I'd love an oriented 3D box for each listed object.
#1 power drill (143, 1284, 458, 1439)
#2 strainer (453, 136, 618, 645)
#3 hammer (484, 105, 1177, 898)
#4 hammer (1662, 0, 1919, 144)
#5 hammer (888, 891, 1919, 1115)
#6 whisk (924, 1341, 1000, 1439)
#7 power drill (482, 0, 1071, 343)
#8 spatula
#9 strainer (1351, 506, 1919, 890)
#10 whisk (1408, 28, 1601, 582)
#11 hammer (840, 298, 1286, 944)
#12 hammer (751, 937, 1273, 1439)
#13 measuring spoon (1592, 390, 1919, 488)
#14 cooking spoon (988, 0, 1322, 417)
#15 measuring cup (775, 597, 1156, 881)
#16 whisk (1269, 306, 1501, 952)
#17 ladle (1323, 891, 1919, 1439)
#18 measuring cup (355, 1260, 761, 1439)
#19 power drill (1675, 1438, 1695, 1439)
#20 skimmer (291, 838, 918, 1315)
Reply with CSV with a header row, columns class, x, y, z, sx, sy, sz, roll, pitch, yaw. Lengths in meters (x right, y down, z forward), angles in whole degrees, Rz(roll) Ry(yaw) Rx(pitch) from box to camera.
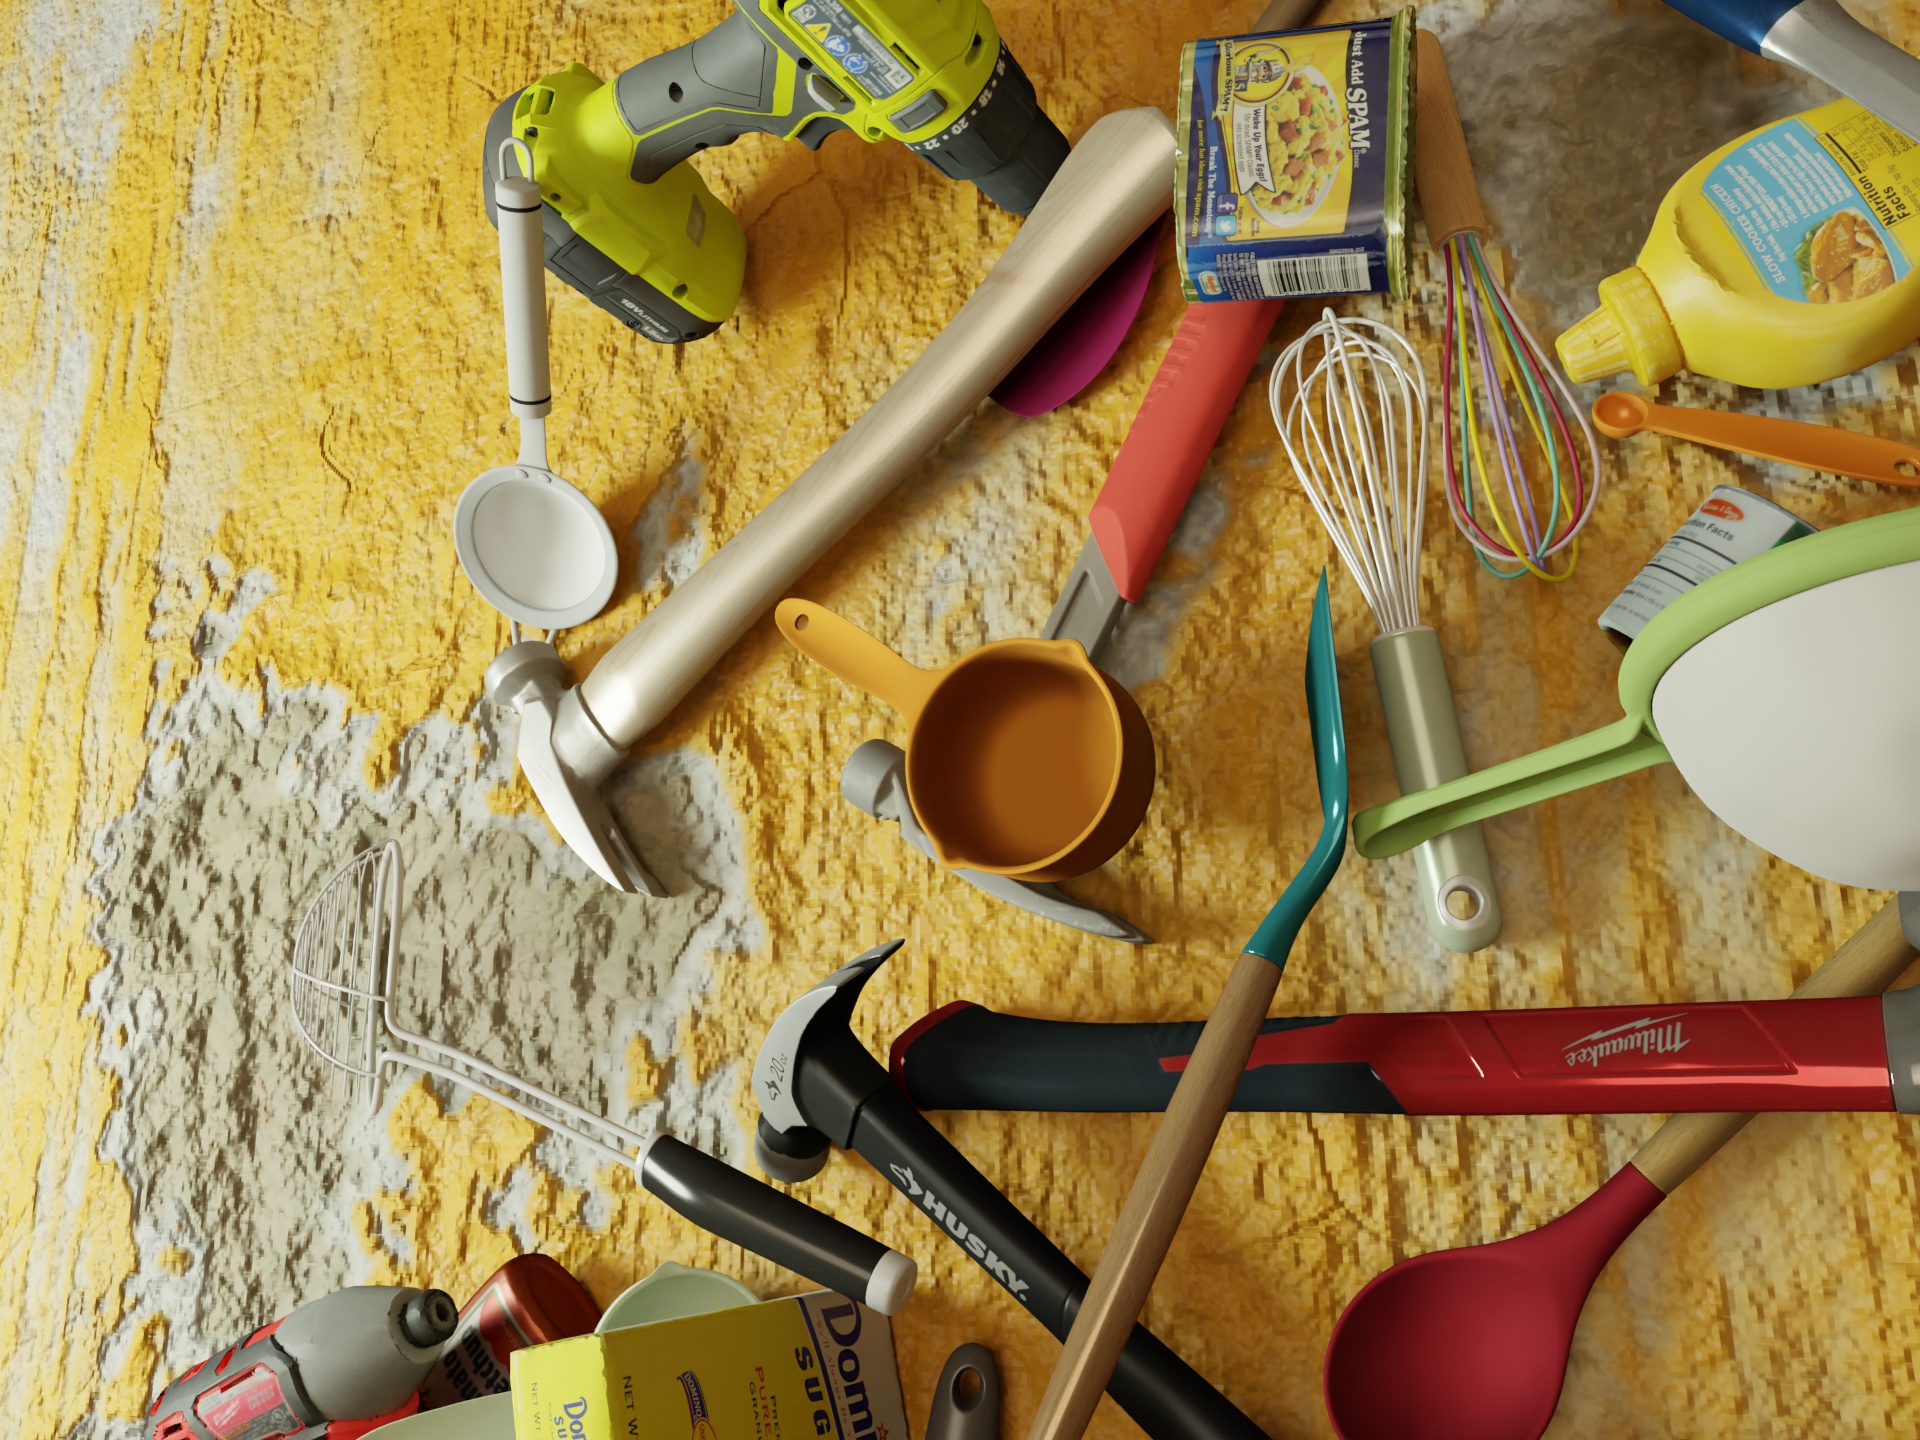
class,x,y,z,sx,sy,sz,roll,pitch,yaw
power drill,-0.226,0.339,0.639,0.143,0.078,0.220,-31,81,15
strainer,-0.198,-0.142,0.744,0.087,0.050,0.258,13,127,7
hammer,-0.048,-0.098,0.704,0.410,0.038,0.146,-43,63,15
hammer,0.282,-0.222,0.512,0.144,0.035,0.406,-34,49,11
hammer,0.136,0.127,0.524,0.386,0.038,0.143,-9,46,32
whisk,-0.016,0.352,0.580,0.055,0.055,0.239,2,74,28
power drill,-0.081,-0.256,0.703,0.228,0.190,0.080,-18,55,36
spatula,0.079,0.099,0.527,0.044,0.082,0.318,22,71,16
strainer,0.224,0.022,0.458,0.256,0.151,0.069,-25,54,42
whisk,0.196,-0.161,0.604,0.047,0.051,0.245,-2,68,-9
hammer,0.085,-0.095,0.644,0.149,0.036,0.359,27,91,30
hammer,0.052,0.213,0.555,0.335,0.035,0.146,38,137,24
measuring spoon,0.277,-0.094,0.546,0.117,0.011,0.021,15,57,15
cooking spoon,0.113,-0.265,0.682,0.069,0.017,0.319,41,98,30
measuring cup,-0.001,-0.002,0.618,0.174,0.052,0.095,32,94,32
whisk,0.160,-0.037,0.584,0.058,0.059,0.246,-11,78,10
ladle,0.239,0.128,0.512,0.315,0.031,0.069,-48,58,7
measuring cup,-0.155,0.267,0.626,0.167,0.038,0.083,-9,75,-18
power drill,0.298,0.252,0.422,0.226,0.084,0.185,-41,64,17
skimmer,-0.162,0.155,0.689,0.363,0.090,0.127,17,105,26
